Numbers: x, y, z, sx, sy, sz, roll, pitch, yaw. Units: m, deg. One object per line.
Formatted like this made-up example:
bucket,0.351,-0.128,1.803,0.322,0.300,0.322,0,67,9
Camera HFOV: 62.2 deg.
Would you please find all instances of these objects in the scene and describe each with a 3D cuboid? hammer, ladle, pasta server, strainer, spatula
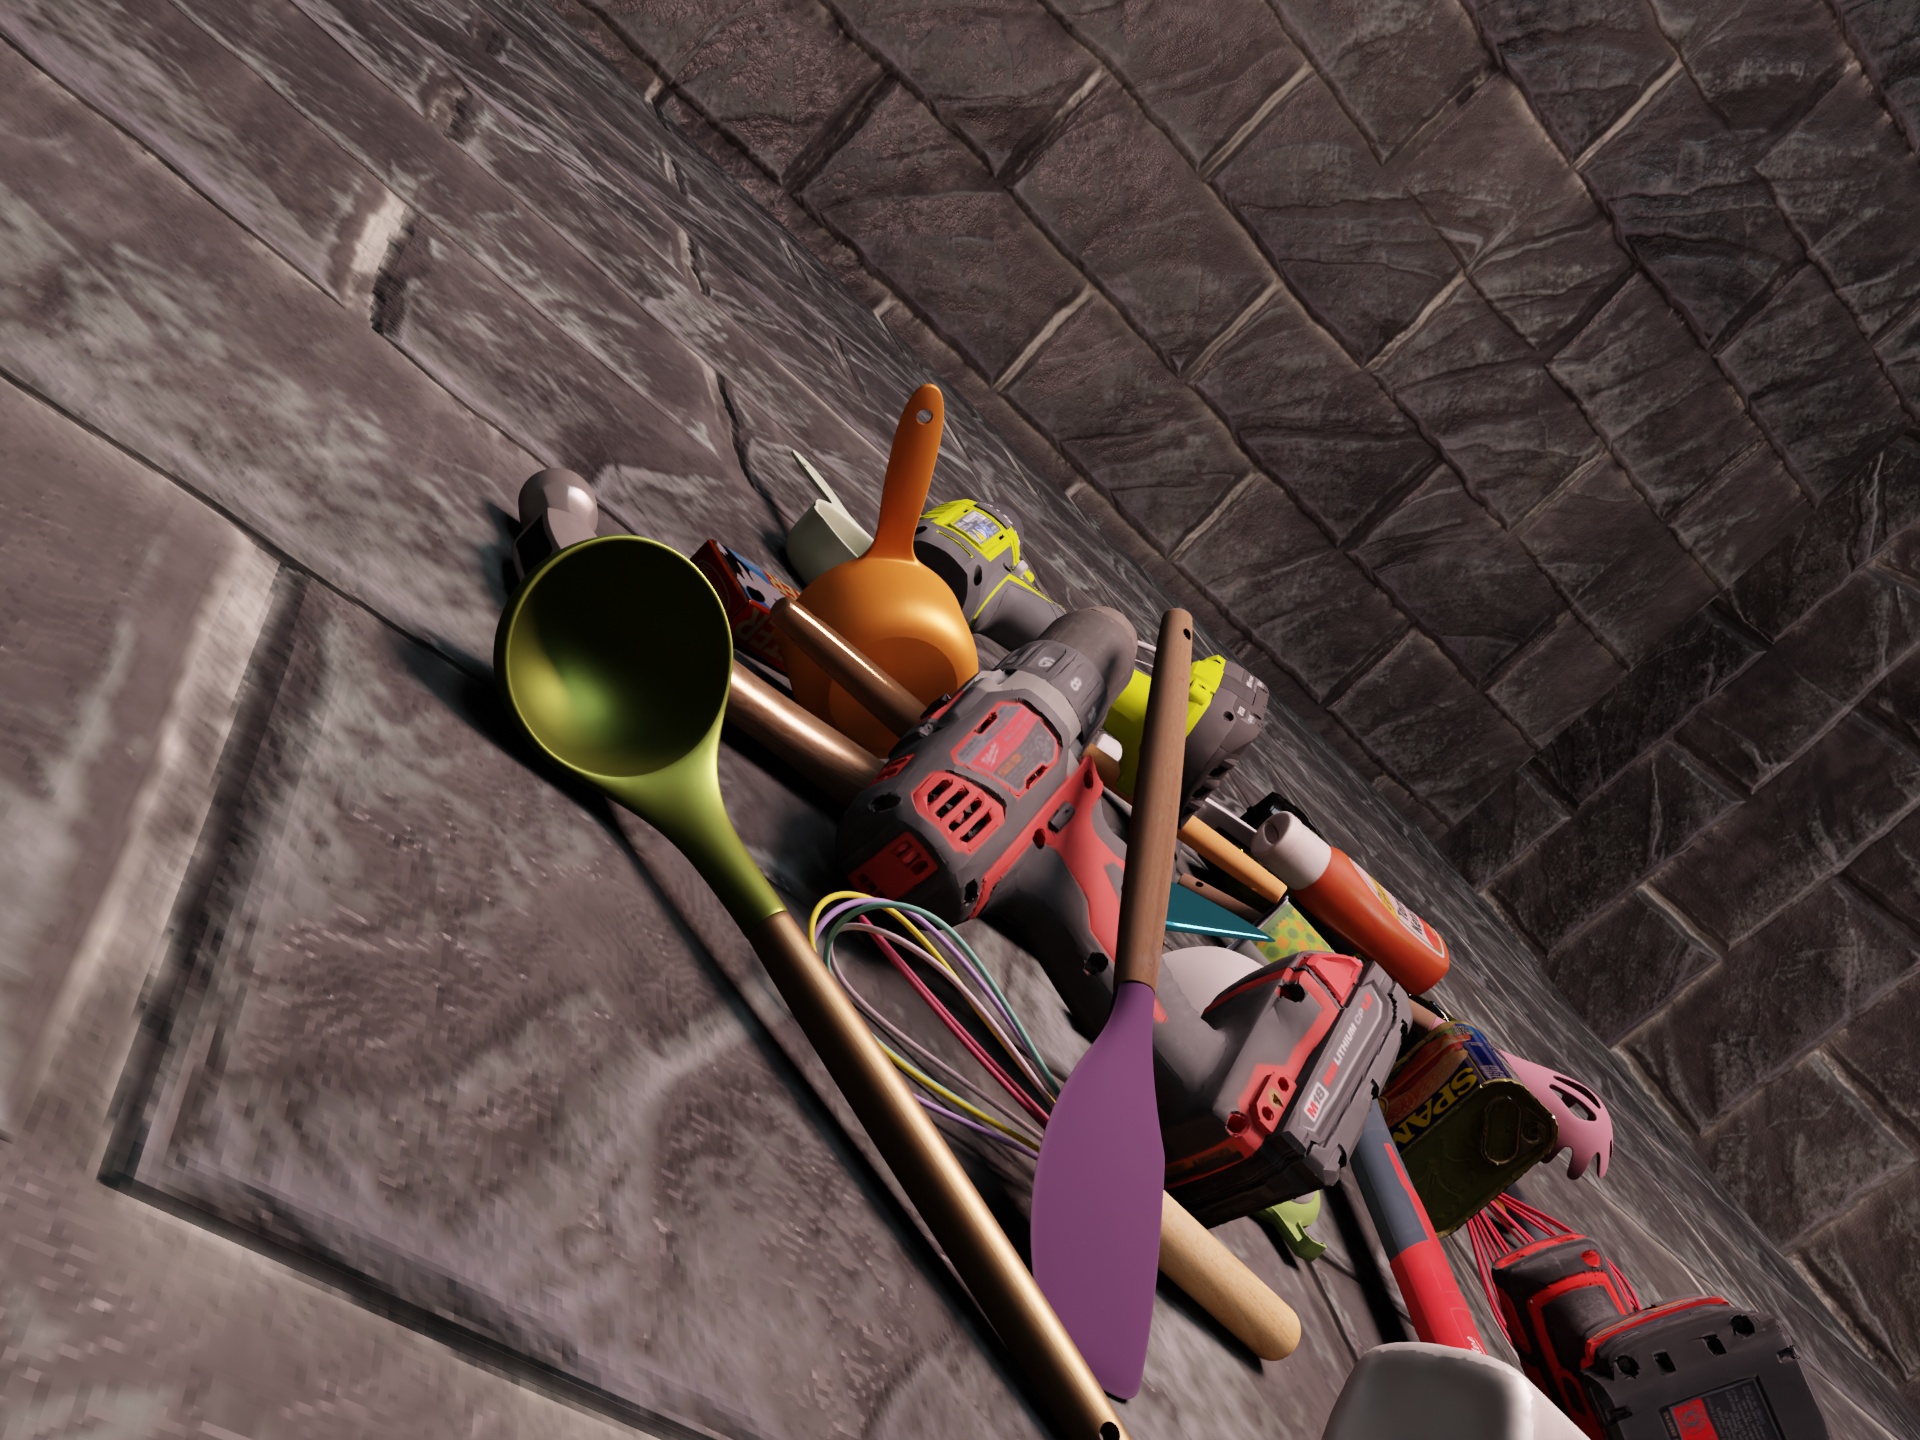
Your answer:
hammer,-0.047,0.023,0.668,0.331,0.031,0.130,38,14,-32
hammer,0.124,0.086,0.975,0.146,0.035,0.335,32,14,5
ladle,-0.041,0.077,0.468,0.078,0.062,0.320,-25,69,-30
pasta server,0.276,0.188,1.028,0.316,0.040,0.060,30,38,18
strainer,0.148,0.154,0.797,0.151,0.069,0.256,47,14,8
spatula,0.063,0.074,0.566,0.059,0.018,0.316,39,44,-27
spatula,0.030,0.032,0.731,0.317,0.044,0.082,41,-7,-35
spatula,0.070,0.005,0.984,0.323,0.041,0.081,36,-13,13
hammer,0.203,0.242,0.739,0.143,0.038,0.386,43,14,-15

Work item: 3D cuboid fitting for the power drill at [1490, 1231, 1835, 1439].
power drill,0.303,0.310,0.693,0.219,0.078,0.143,65,5,-78

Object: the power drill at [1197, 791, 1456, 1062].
power drill,0.276,0.165,1.155,0.223,0.080,0.171,54,11,27

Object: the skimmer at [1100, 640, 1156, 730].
skimmer,0.088,-0.073,1.279,0.127,0.090,0.363,11,17,-8

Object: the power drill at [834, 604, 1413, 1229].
power drill,0.074,0.067,0.644,0.226,0.080,0.188,47,45,-3

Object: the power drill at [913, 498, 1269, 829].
power drill,0.066,-0.050,0.940,0.228,0.080,0.190,36,21,2

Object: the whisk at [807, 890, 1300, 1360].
whisk,0.038,0.141,0.546,0.244,0.051,0.047,45,6,-17

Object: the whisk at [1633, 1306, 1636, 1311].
whisk,0.411,0.407,0.905,0.055,0.055,0.239,46,17,1

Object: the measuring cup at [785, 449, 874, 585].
measuring cup,-0.086,-0.117,0.976,0.083,0.038,0.168,35,14,-40

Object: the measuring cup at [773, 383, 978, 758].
measuring cup,-0.027,-0.060,0.706,0.095,0.173,0.052,3,34,-18

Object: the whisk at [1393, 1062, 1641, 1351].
whisk,0.303,0.281,0.928,0.073,0.073,0.296,40,8,-26
